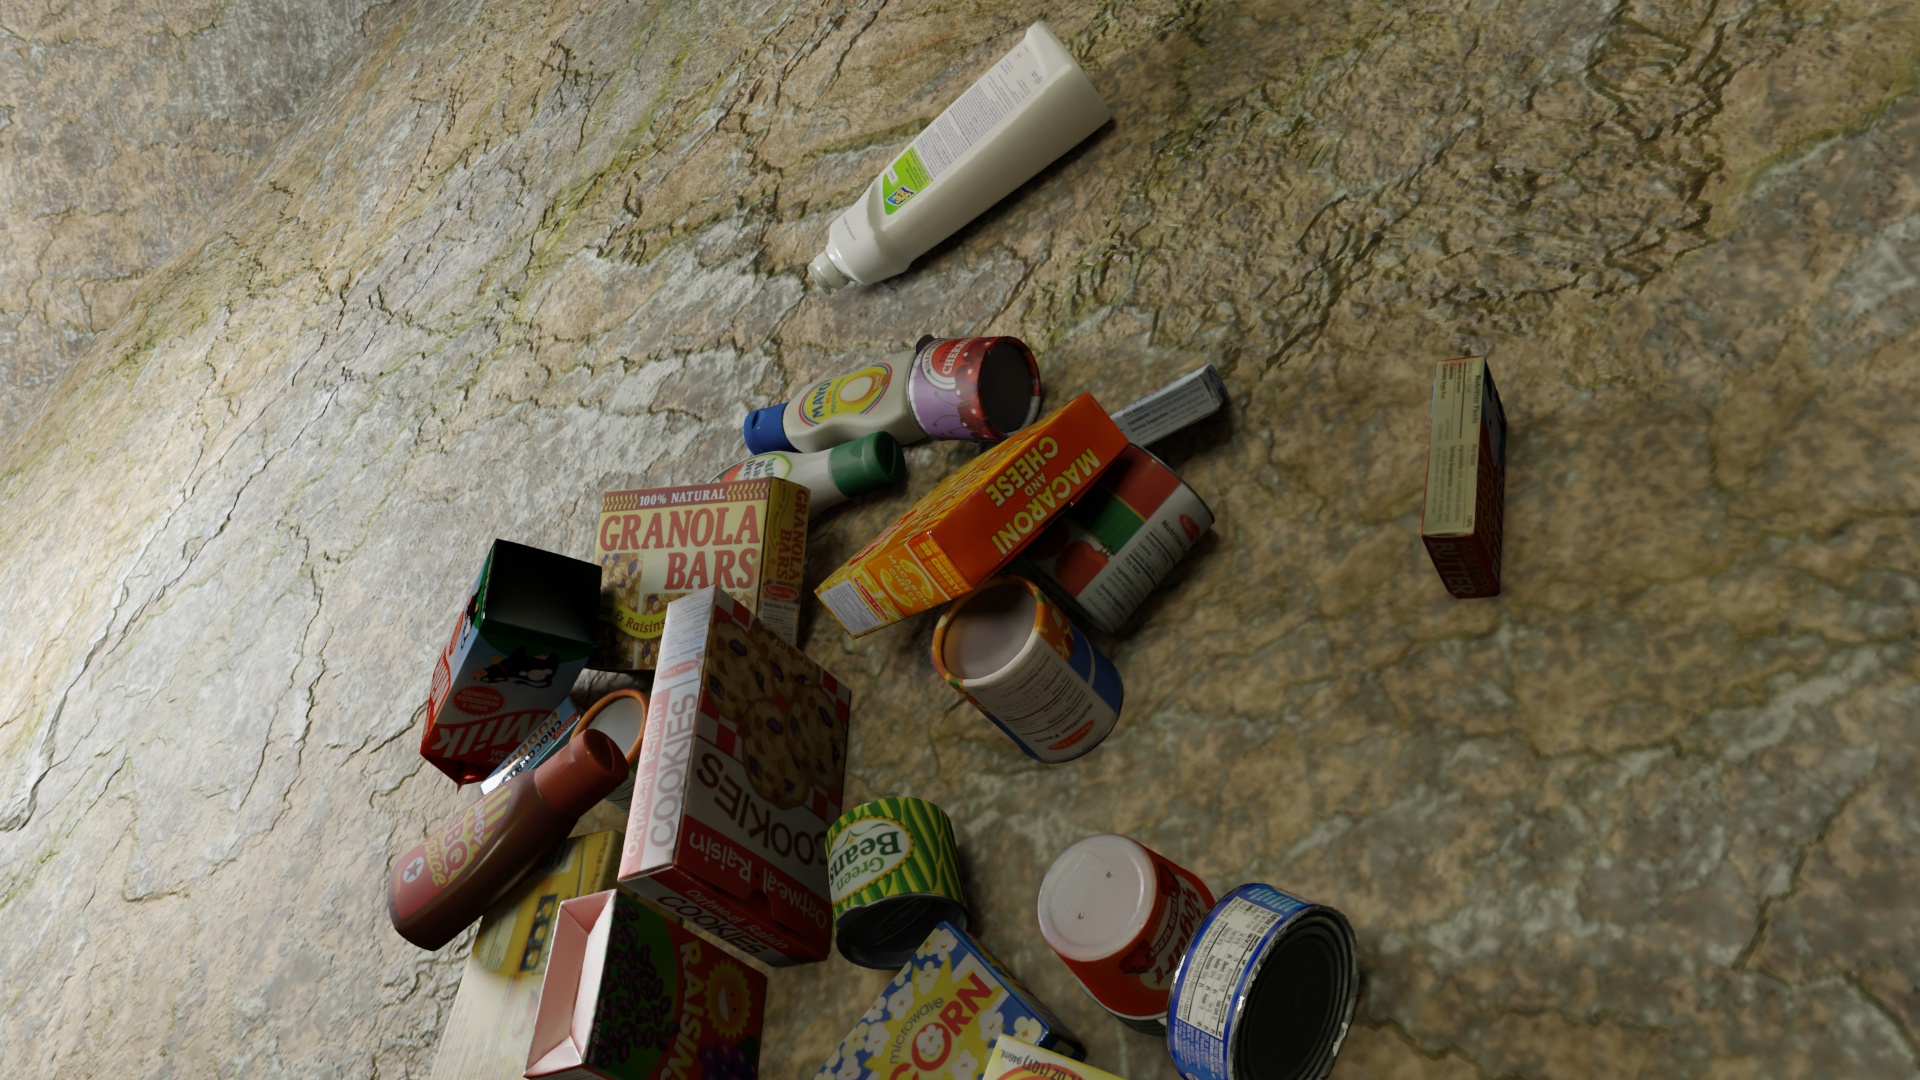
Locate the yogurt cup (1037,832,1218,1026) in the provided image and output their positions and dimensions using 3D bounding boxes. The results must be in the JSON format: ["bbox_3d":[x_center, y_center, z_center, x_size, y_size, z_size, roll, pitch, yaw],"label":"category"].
[{"bbox_3d":[0.068,0.157,0.574,0.072,0.054,0.073,-22,45,24],"label":"yogurt cup"}]

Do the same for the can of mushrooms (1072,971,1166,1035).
[{"bbox_3d":[0.084,0.177,0.612,0.071,0.033,0.071,-22,45,24],"label":"can of mushrooms"}]

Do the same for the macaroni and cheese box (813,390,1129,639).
[{"bbox_3d":[0.003,-0.009,0.748,0.124,0.040,0.166,-42,8,-27],"label":"macaroni and cheese box"}]

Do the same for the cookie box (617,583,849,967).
[{"bbox_3d":[-0.114,0.126,0.744,0.040,0.122,0.168,-21,46,25],"label":"cookie box"}]

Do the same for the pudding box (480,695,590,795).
[{"bbox_3d":[-0.262,0.148,0.899,0.084,0.049,0.030,-46,39,-3],"label":"pudding box"}]

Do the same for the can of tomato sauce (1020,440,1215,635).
[{"bbox_3d":[0.082,-0.002,0.739,0.083,0.071,0.071,-48,41,-3],"label":"can of tomato sauce"}]

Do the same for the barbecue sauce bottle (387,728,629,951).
[{"bbox_3d":[-0.253,0.164,0.781,0.148,0.043,0.065,-38,37,8],"label":"barbecue sauce bottle"}]

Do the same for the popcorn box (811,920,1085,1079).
[{"bbox_3d":[-0.015,0.249,0.628,0.127,0.038,0.085,-50,42,-7],"label":"popcorn box"}]

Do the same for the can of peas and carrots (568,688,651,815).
[{"bbox_3d":[-0.198,0.131,0.856,0.071,0.058,0.071,-21,46,23],"label":"can of peas and carrots"}]

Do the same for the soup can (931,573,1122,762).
[{"bbox_3d":[0.033,0.063,0.709,0.071,0.083,0.072,-22,45,24],"label":"soup can"}]

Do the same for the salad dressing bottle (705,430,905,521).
[{"bbox_3d":[-0.107,-0.037,0.935,0.147,0.044,0.064,-16,51,28],"label":"salad dressing bottle"}]

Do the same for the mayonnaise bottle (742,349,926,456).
[{"bbox_3d":[-0.084,-0.087,0.960,0.148,0.041,0.065,-11,52,31],"label":"mayonnaise bottle"}]

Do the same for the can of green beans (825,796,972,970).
[{"bbox_3d":[-0.032,0.169,0.686,0.071,0.071,0.058,-30,43,15],"label":"can of green beans"}]

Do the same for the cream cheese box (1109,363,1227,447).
[{"bbox_3d":[0.100,-0.065,0.790,0.103,0.024,0.053,-27,5,19],"label":"cream cheese box"}]

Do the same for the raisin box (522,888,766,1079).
[{"bbox_3d":[-0.150,0.236,0.680,0.040,0.123,0.086,-20,46,23],"label":"raisin box"}]

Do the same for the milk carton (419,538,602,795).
[{"bbox_3d":[-0.310,0.092,0.936,0.189,0.073,0.073,-52,33,36],"label":"milk carton"}]

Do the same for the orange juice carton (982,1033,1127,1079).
[{"bbox_3d":[0.023,0.300,0.527,0.072,0.073,0.193,4,60,40],"label":"orange juice carton"}]

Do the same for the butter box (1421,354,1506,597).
[{"bbox_3d":[0.237,-0.030,0.650,0.024,0.053,0.104,-6,54,32],"label":"butter box"}]

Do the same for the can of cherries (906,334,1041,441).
[{"bbox_3d":[0.008,-0.097,0.873,0.058,0.071,0.072,5,60,41],"label":"can of cherries"}]

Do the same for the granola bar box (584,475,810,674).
[{"bbox_3d":[-0.176,0.026,0.908,0.165,0.039,0.124,-3,77,37],"label":"granola bar box"}]
